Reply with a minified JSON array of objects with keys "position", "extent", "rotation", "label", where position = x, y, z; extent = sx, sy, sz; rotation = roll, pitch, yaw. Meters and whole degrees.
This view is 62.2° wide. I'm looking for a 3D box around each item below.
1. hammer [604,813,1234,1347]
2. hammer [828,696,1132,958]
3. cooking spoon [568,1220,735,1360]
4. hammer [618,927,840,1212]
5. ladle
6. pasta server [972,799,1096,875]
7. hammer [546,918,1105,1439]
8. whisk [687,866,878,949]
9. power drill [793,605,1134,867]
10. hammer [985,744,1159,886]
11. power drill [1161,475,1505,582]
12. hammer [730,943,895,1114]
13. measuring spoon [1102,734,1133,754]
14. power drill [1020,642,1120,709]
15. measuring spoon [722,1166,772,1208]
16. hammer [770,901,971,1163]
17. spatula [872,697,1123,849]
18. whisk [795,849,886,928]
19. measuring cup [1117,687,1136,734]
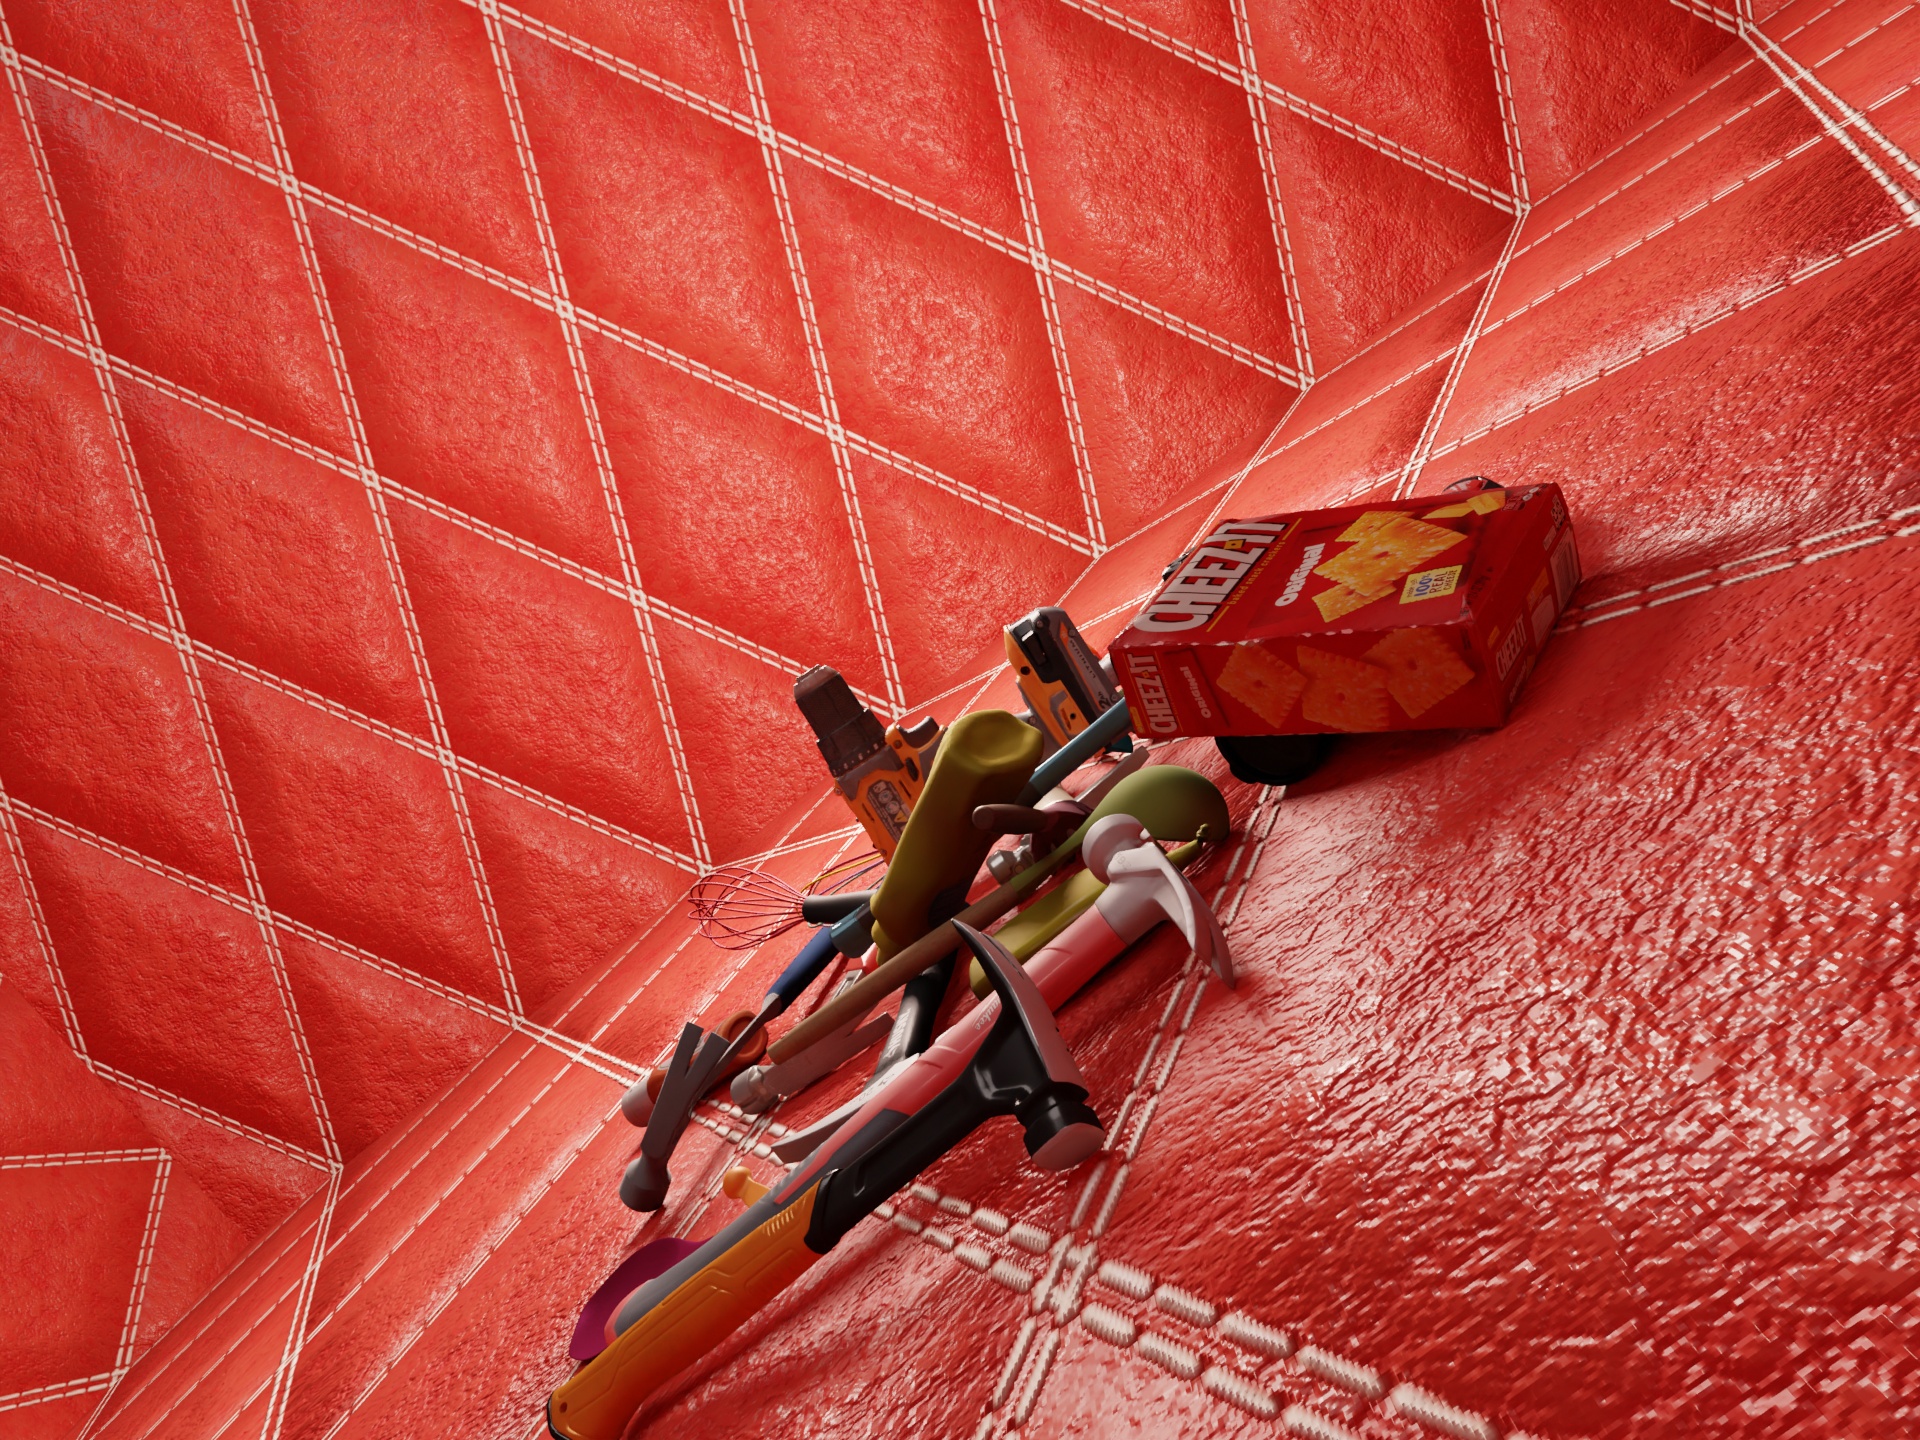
[{"position":[-0.030,0.209,0.806],"extent":[0.386,0.038,0.143],"rotation":[-42,24,5],"label":"hammer"},{"position":[0.043,0.056,1.128],"extent":[0.331,0.033,0.128],"rotation":[-39,-12,2],"label":"hammer"},{"position":[-0.119,0.290,0.908],"extent":[0.319,0.017,0.069],"rotation":[-36,23,25],"label":"cooking spoon"},{"position":[-0.154,0.232,1.289],"extent":[0.144,0.035,0.405],"rotation":[-67,-8,21],"label":"hammer"},{"position":[0.020,0.127,0.963],"extent":[0.320,0.062,0.078],"rotation":[-35,2,8],"label":"ladle"},{"position":[0.048,0.069,0.995],"extent":[0.060,0.040,0.316],"rotation":[-38,-10,7],"label":"pasta server"},{"position":[-0.082,0.241,0.761],"extent":[0.337,0.034,0.127],"rotation":[-42,46,16],"label":"hammer"},{"position":[-0.132,0.153,1.292],"extent":[0.296,0.073,0.073],"rotation":[-7,29,47],"label":"whisk"},{"position":[-0.002,-0.004,1.227],"extent":[0.226,0.185,0.084],"rotation":[-33,4,5],"label":"power drill"},{"position":[0.077,0.056,1.351],"extent":[0.146,0.038,0.411],"rotation":[-38,6,1],"label":"hammer"},{"position":[0.258,-0.104,1.051],"extent":[0.220,0.078,0.143],"rotation":[-15,11,30],"label":"power drill"},{"position":[-0.064,0.181,1.283],"extent":[0.149,0.036,0.359],"rotation":[-36,7,25],"label":"hammer"},{"position":[0.121,0.016,1.366],"extent":[0.128,0.042,0.021],"rotation":[146,135,-84],"label":"measuring spoon"},{"position":[0.178,-0.075,1.505],"extent":[0.226,0.084,0.164],"rotation":[-32,8,25],"label":"power drill"},{"position":[-0.106,0.269,0.879],"extent":[0.021,0.011,0.117],"rotation":[-57,27,-15],"label":"measuring spoon"},{"position":[-0.030,0.189,1.040],"extent":[0.146,0.035,0.335],"rotation":[-37,6,12],"label":"hammer"},{"position":[0.055,0.037,1.308],"extent":[0.316,0.018,0.059],"rotation":[-31,-33,23],"label":"spatula"},{"position":[-0.041,0.105,1.319],"extent":[0.245,0.047,0.051],"rotation":[-34,6,19],"label":"whisk"},{"position":[0.194,-0.027,1.285],"extent":[0.167,0.038,0.083],"rotation":[-17,19,48],"label":"measuring cup"}]
